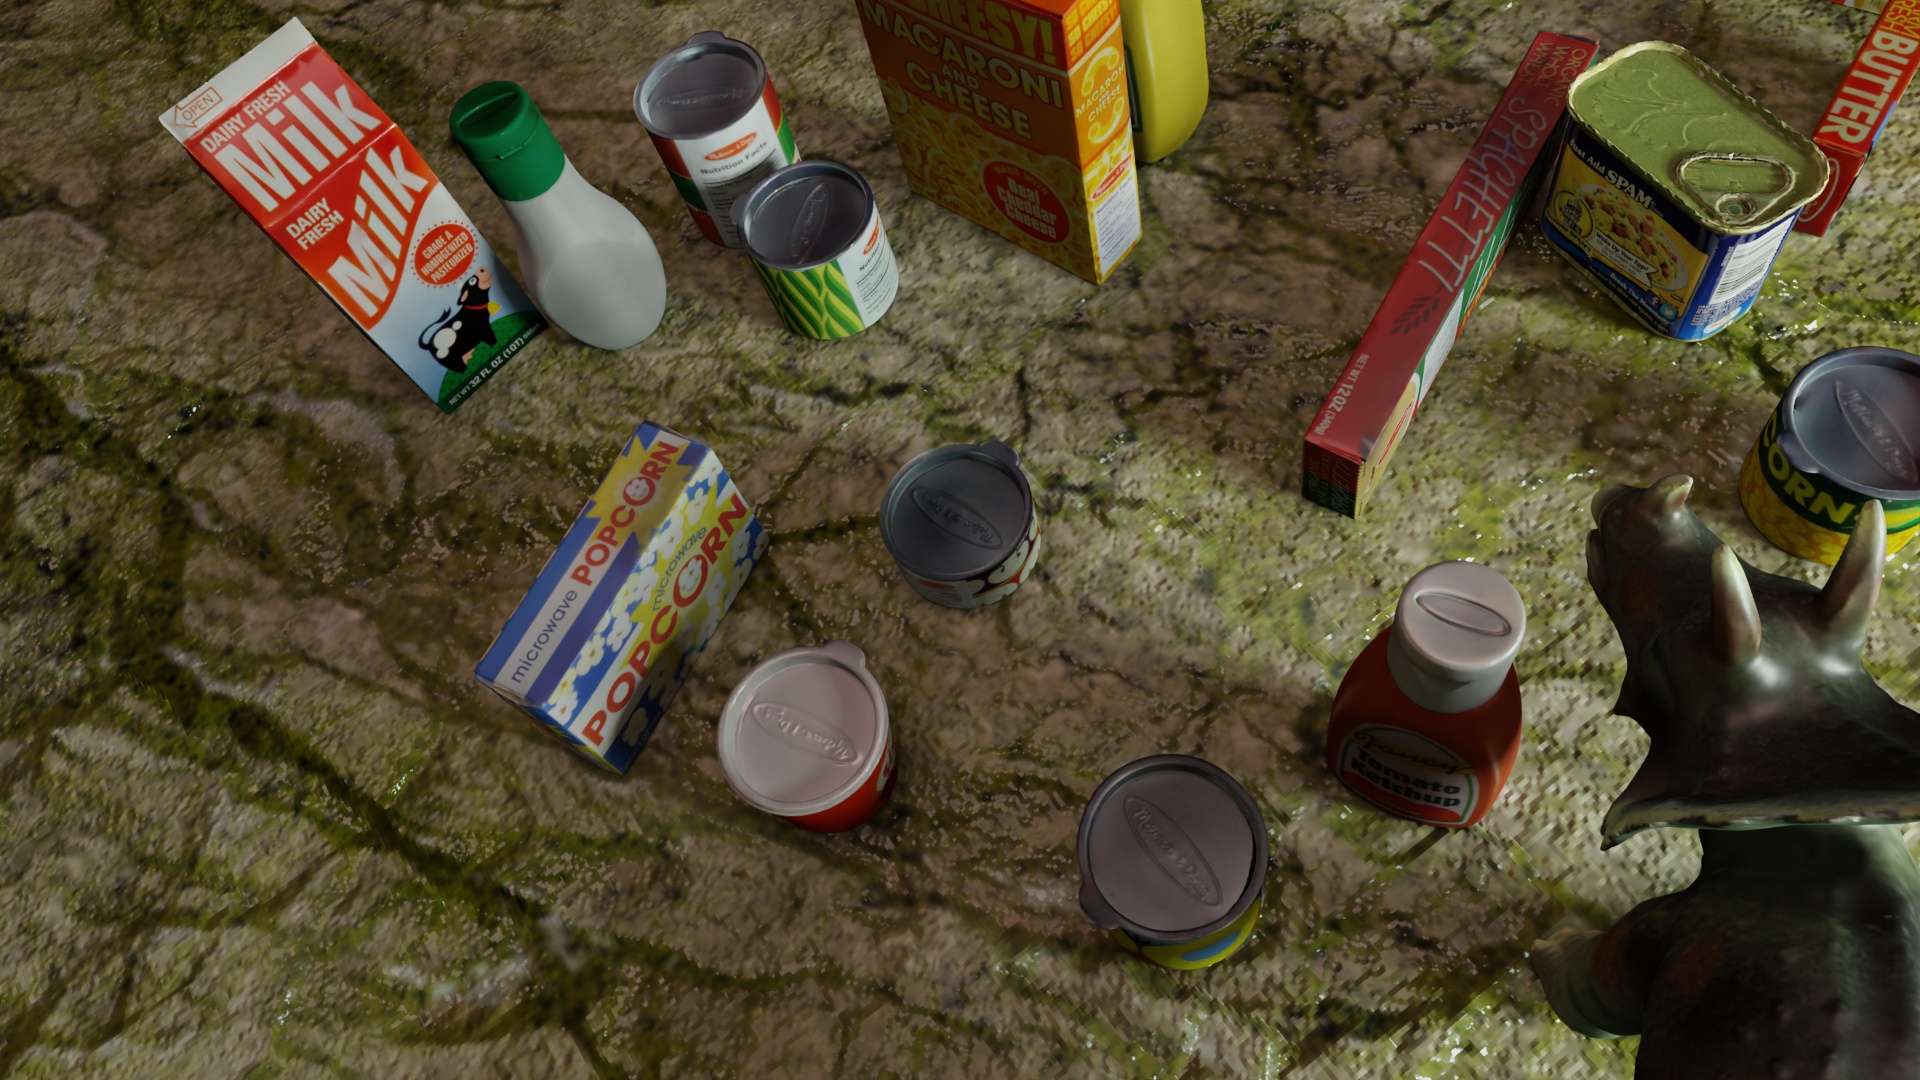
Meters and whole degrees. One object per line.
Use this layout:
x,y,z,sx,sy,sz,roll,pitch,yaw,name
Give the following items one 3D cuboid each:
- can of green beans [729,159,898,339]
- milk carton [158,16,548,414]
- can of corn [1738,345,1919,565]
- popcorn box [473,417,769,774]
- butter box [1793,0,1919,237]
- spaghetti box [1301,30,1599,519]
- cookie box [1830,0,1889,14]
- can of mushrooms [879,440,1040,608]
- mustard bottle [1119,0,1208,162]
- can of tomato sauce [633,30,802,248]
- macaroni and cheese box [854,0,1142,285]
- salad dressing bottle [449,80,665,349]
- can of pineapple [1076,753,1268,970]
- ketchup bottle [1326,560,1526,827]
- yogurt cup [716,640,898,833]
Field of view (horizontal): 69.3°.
-0.068,-0.140,0.673,0.071,0.057,0.071,-5,62,9,can of green beans
-0.279,-0.149,0.644,0.073,0.189,0.072,38,75,26,milk carton
0.340,-0.030,0.532,0.071,0.058,0.071,-5,62,9,can of corn
-0.137,0.025,0.583,0.038,0.085,0.127,21,68,21,popcorn box
0.394,-0.188,0.609,0.024,0.053,0.104,29,71,24,butter box
0.217,-0.122,0.611,0.029,0.050,0.251,25,70,22,spaghetti box
0.448,-0.296,0.590,0.123,0.166,0.040,29,72,23,cookie box
0.002,-0.008,0.602,0.071,0.033,0.071,-5,62,9,can of mushrooms
0.080,-0.248,0.642,0.049,0.159,0.065,-41,62,-11,mustard bottle
-0.118,-0.200,0.701,0.071,0.082,0.071,-5,62,9,can of tomato sauce
0.017,-0.202,0.627,0.124,0.165,0.040,32,73,25,macaroni and cheese box
-0.186,-0.149,0.650,0.064,0.147,0.044,-29,61,-4,salad dressing bottle
0.076,0.119,0.506,0.071,0.057,0.071,-5,62,9,can of pineapple
0.160,0.054,0.471,0.065,0.148,0.044,20,68,21,ketchup bottle
-0.057,0.083,0.554,0.072,0.053,0.073,-5,62,9,yogurt cup
